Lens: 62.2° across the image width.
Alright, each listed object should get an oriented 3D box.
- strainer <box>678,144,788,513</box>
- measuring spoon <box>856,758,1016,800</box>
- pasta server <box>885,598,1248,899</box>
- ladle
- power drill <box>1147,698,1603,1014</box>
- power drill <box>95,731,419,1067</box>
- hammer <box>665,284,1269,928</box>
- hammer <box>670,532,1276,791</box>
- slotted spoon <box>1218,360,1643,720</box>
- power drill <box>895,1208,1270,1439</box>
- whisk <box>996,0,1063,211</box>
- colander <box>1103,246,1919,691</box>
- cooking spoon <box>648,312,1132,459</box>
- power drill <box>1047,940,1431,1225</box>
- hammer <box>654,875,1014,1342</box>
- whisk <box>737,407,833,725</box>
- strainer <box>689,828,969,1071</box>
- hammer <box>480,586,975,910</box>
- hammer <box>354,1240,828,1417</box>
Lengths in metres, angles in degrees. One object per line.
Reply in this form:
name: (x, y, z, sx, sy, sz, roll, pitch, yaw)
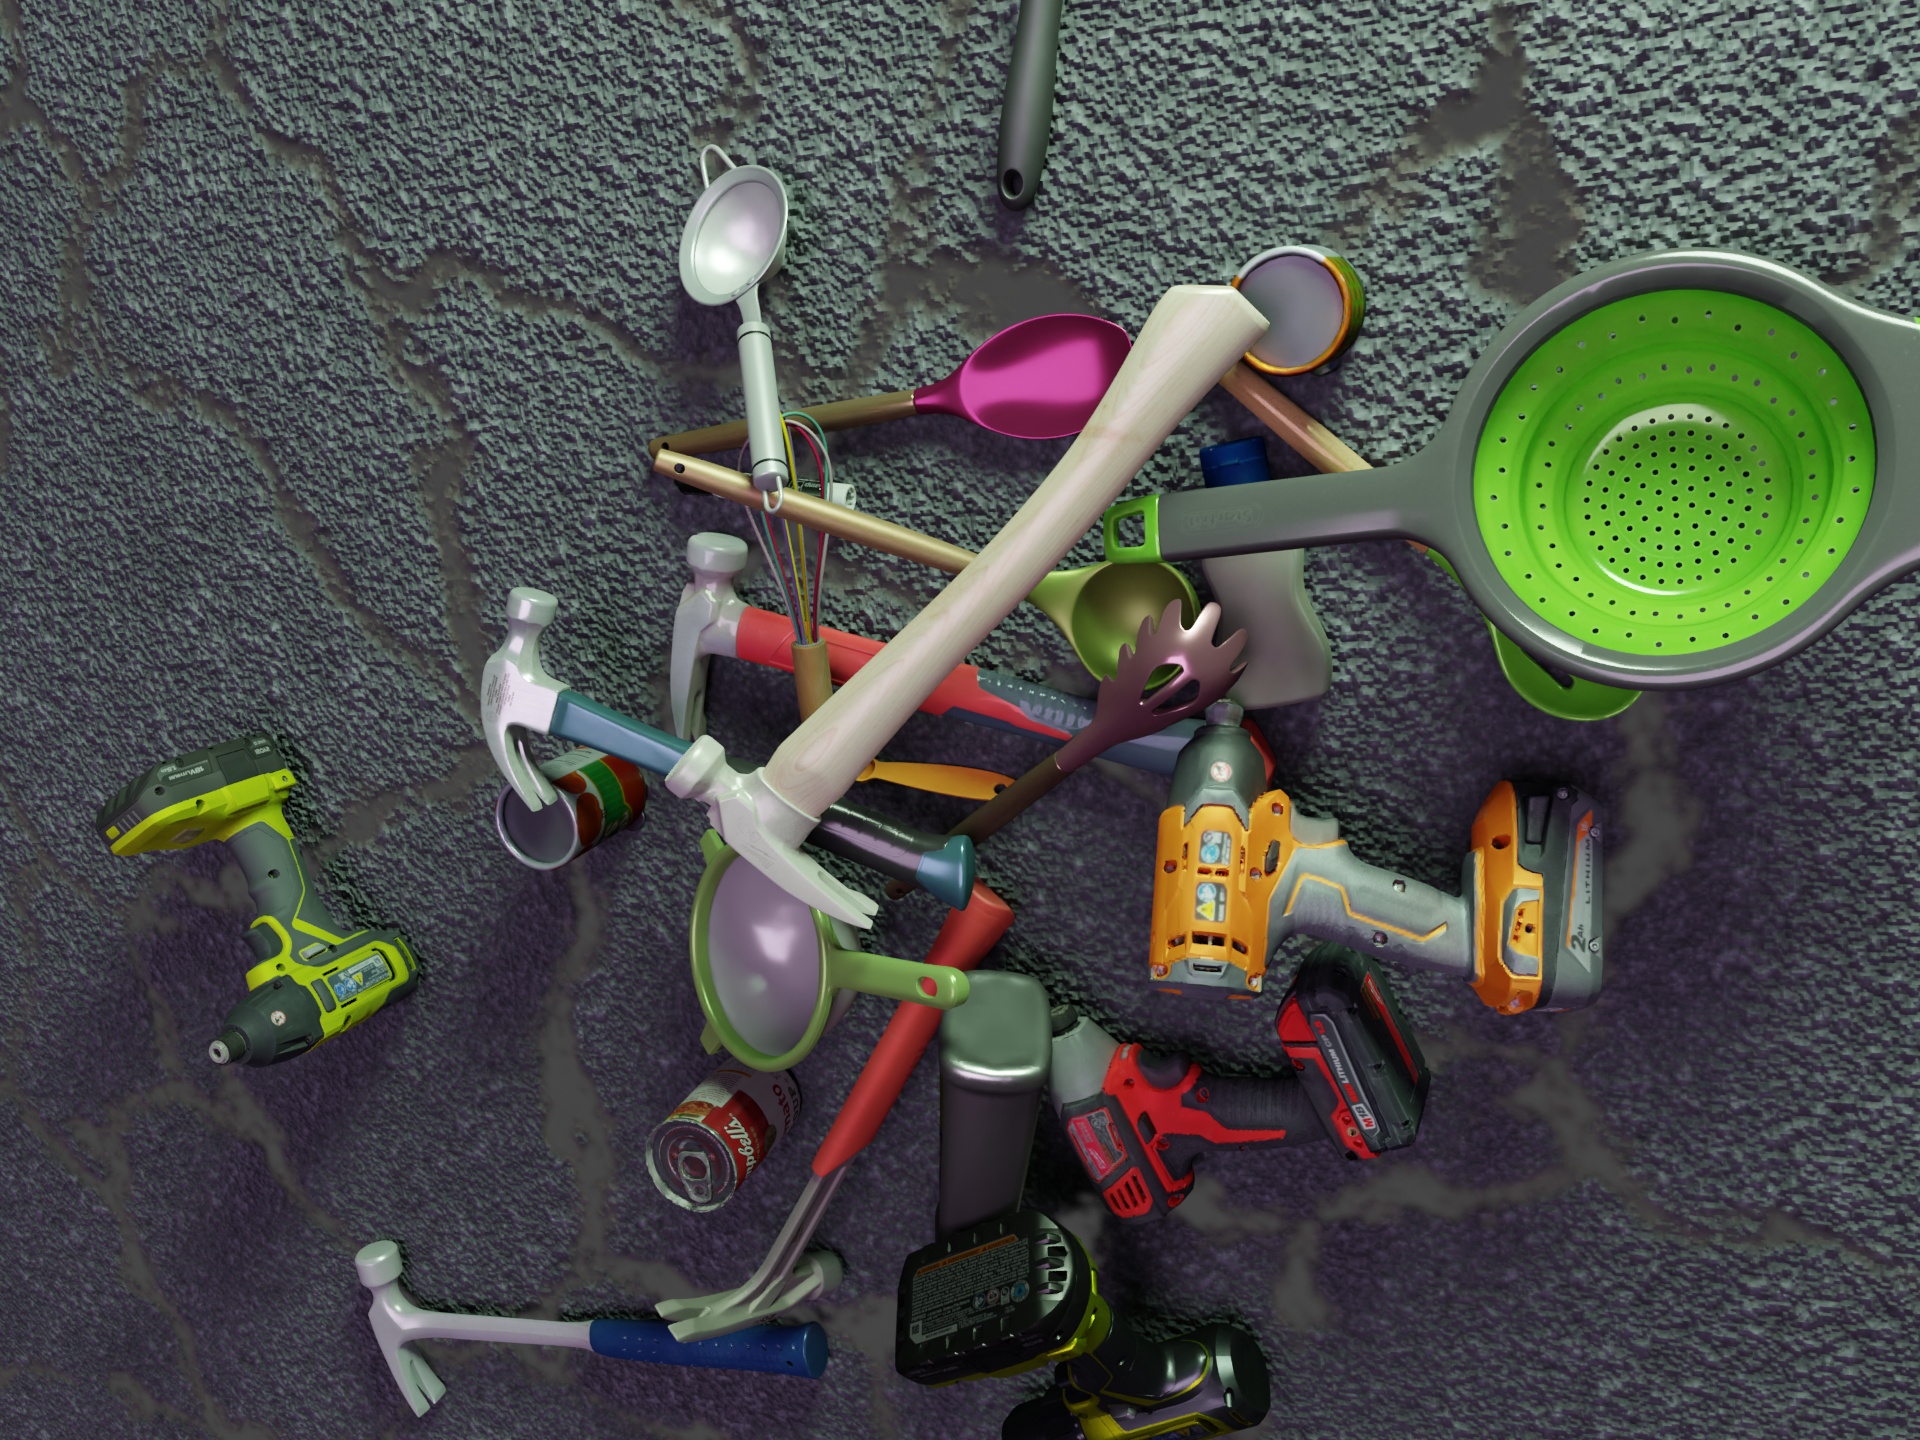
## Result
strainer: (-0.118, -0.222, 0.905, 0.087, 0.050, 0.259, -27, 58, 29)
measuring spoon: (-0.016, 0.039, 1.008, 0.117, 0.021, 0.011, 7, 151, 18)
pasta server: (0.048, 0.032, 0.934, 0.060, 0.040, 0.316, 41, 133, -9)
ladle: (-0.016, -0.093, 0.887, 0.320, 0.062, 0.078, 18, 100, -10)
power drill: (0.219, 0.074, 0.856, 0.226, 0.084, 0.164, 4, 78, 7)
power drill: (-0.507, 0.132, 1.140, 0.080, 0.171, 0.223, -31, 90, 26)
hammer: (0.017, -0.061, 0.859, 0.146, 0.038, 0.410, 41, 109, -8)
hammer: (-0.002, -0.003, 0.977, 0.386, 0.038, 0.143, 16, 112, 16)
slotted spoon: (0.237, -0.114, 0.859, 0.314, 0.031, 0.070, 41, 107, 8)
power drill: (0.061, 0.408, 1.009, 0.190, 0.080, 0.228, -28, 127, 25)
whisk: (0.041, -0.393, 0.842, 0.055, 0.055, 0.238, 14, 114, 17)
colander: (0.270, -0.110, 0.805, 0.397, 0.094, 0.204, -3, 86, 28)
cooking spoon: (-0.049, -0.187, 0.951, 0.319, 0.017, 0.068, -6, 102, 22)
power drill: (0.156, 0.215, 0.962, 0.219, 0.078, 0.143, -24, 95, 28)
hammer: (-0.069, 0.256, 1.038, 0.037, 0.149, 0.359, 41, 112, 35)
whisk: (-0.093, -0.069, 0.951, 0.047, 0.051, 0.244, 14, 119, 40)
strainer: (-0.072, 0.149, 1.001, 0.256, 0.069, 0.151, 1, 92, 45)
hammer: (-0.143, 0.035, 0.968, 0.331, 0.033, 0.128, 22, 104, 9)
hammer: (-0.289, 0.481, 1.231, 0.405, 0.035, 0.144, -5, 103, 22)
